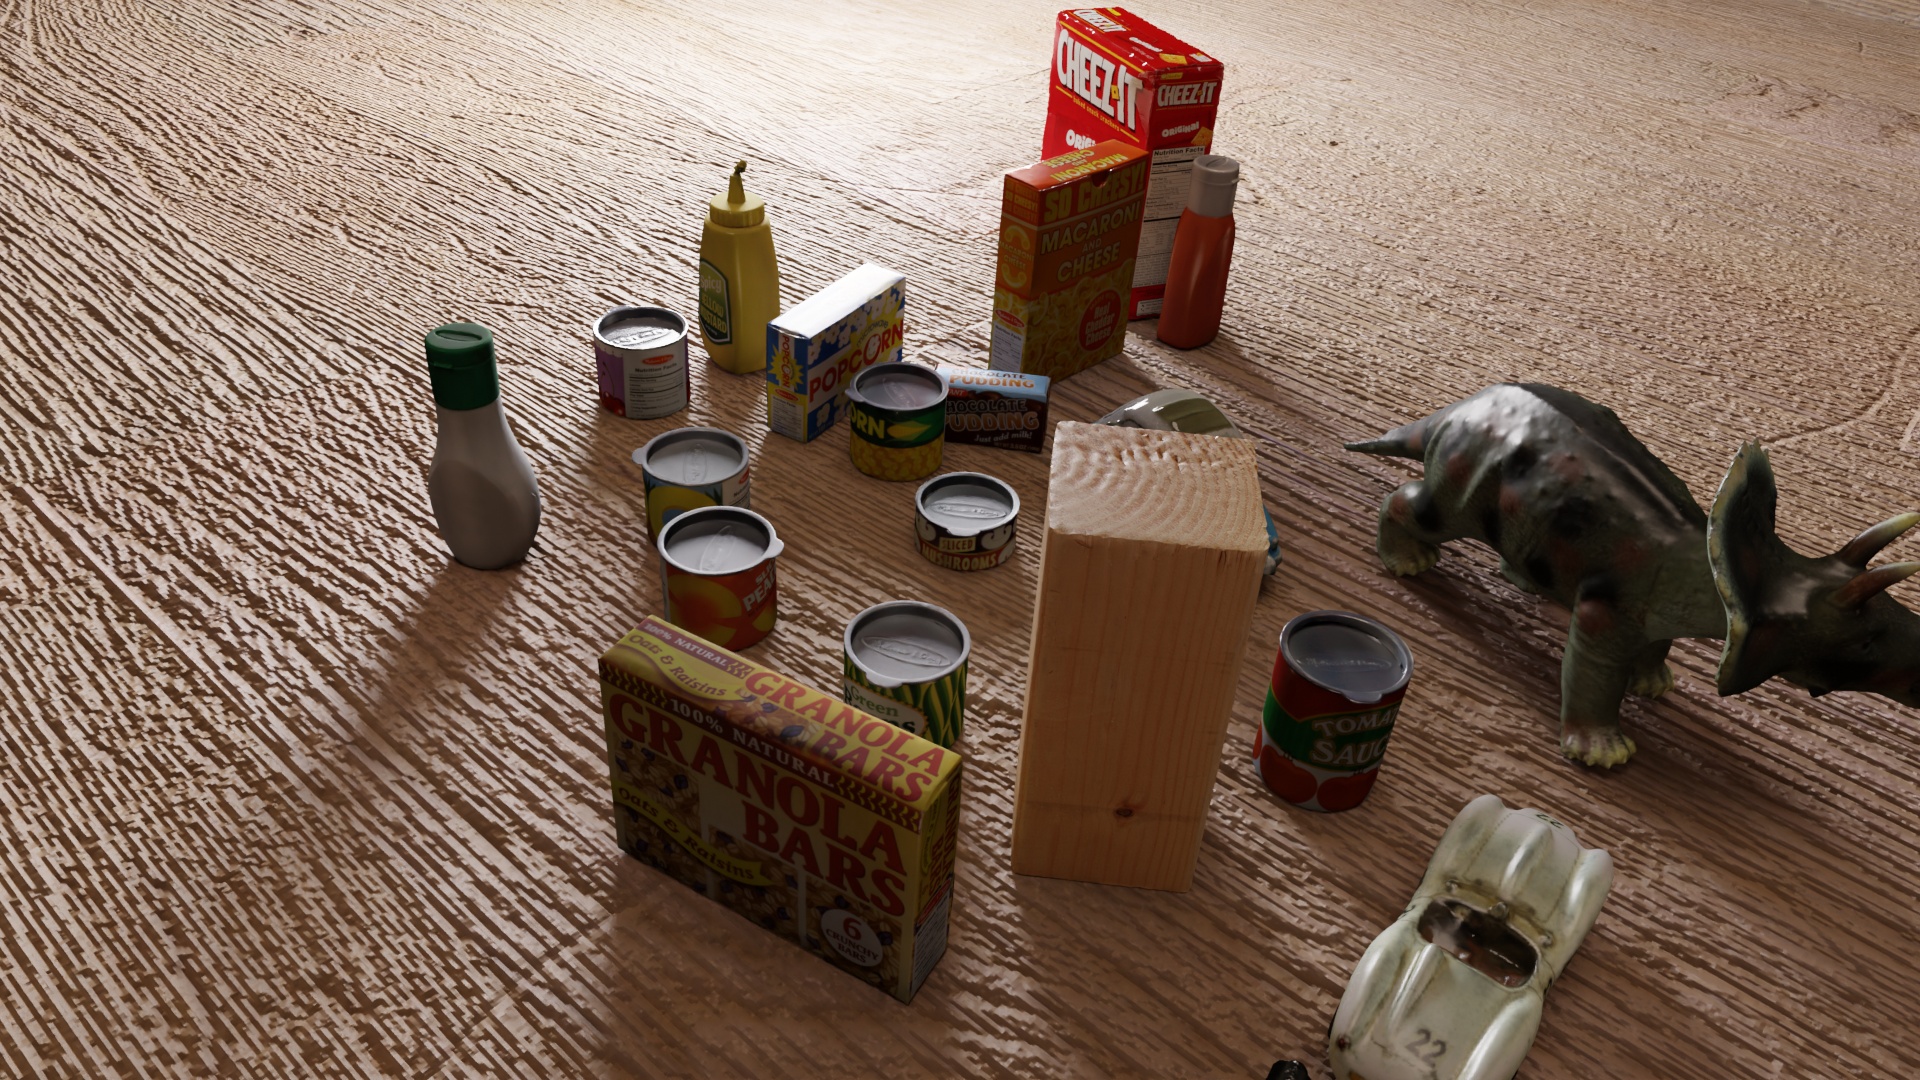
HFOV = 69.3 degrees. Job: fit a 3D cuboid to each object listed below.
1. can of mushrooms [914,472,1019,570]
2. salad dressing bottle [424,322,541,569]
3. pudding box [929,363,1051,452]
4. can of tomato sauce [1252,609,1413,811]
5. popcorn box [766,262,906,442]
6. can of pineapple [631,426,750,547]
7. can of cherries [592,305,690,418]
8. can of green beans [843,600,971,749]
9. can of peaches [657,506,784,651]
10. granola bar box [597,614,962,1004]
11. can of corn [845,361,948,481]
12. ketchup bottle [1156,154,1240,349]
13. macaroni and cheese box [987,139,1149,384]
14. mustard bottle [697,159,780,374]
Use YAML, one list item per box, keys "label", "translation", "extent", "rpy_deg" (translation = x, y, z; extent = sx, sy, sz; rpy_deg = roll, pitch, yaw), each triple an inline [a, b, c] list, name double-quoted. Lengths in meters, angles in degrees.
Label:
- label: "can of mushrooms"
  translation: [0.003, -0.011, 0.880]
  extent: [0.071, 0.033, 0.071]
  rpy_deg: [3, 36, -2]
- label: "salad dressing bottle"
  translation: [-0.282, -0.054, 0.811]
  extent: [0.064, 0.146, 0.044]
  rpy_deg: [11, 36, 9]
- label: "pudding box"
  translation: [0.020, -0.094, 0.984]
  extent: [0.084, 0.049, 0.030]
  rpy_deg: [8, 36, 4]
- label: "can of tomato sauce"
  translation: [0.192, 0.090, 0.718]
  extent: [0.071, 0.082, 0.071]
  rpy_deg: [3, 36, -2]
- label: "popcorn box"
  translation: [-0.089, -0.137, 1.000]
  extent: [0.038, 0.084, 0.127]
  rpy_deg: [21, 39, 22]
- label: "can of pineapple"
  translation: [-0.166, -0.030, 0.867]
  extent: [0.071, 0.057, 0.071]
  rpy_deg: [3, 36, -2]
- label: "can of cherries"
  translation: [-0.228, -0.129, 0.997]
  extent: [0.071, 0.058, 0.072]
  rpy_deg: [3, 36, -2]
- label: "can of green beans"
  translation: [-0.029, 0.075, 0.736]
  extent: [0.071, 0.057, 0.071]
  rpy_deg: [3, 36, -2]
- label: "can of peaches"
  translation: [-0.136, 0.023, 0.797]
  extent: [0.071, 0.057, 0.071]
  rpy_deg: [3, 36, -2]
- label: "granola bar box"
  translation: [-0.080, 0.117, 0.615]
  extent: [0.166, 0.123, 0.039]
  rpy_deg: [21, 39, 22]
- label: "can of corn"
  translation: [-0.045, -0.081, 0.950]
  extent: [0.071, 0.058, 0.071]
  rpy_deg: [3, 36, -2]
- label: "ketchup bottle"
  translation: [0.193, -0.230, 1.106]
  extent: [0.043, 0.148, 0.065]
  rpy_deg: [26, 41, 28]
- label: "macaroni and cheese box"
  translation: [0.081, -0.204, 1.043]
  extent: [0.040, 0.165, 0.124]
  rpy_deg: [32, 44, 33]
- label: "mustard bottle"
  translation: [-0.164, -0.203, 1.021]
  extent: [0.049, 0.159, 0.065]
  rpy_deg: [-24, 44, -34]
